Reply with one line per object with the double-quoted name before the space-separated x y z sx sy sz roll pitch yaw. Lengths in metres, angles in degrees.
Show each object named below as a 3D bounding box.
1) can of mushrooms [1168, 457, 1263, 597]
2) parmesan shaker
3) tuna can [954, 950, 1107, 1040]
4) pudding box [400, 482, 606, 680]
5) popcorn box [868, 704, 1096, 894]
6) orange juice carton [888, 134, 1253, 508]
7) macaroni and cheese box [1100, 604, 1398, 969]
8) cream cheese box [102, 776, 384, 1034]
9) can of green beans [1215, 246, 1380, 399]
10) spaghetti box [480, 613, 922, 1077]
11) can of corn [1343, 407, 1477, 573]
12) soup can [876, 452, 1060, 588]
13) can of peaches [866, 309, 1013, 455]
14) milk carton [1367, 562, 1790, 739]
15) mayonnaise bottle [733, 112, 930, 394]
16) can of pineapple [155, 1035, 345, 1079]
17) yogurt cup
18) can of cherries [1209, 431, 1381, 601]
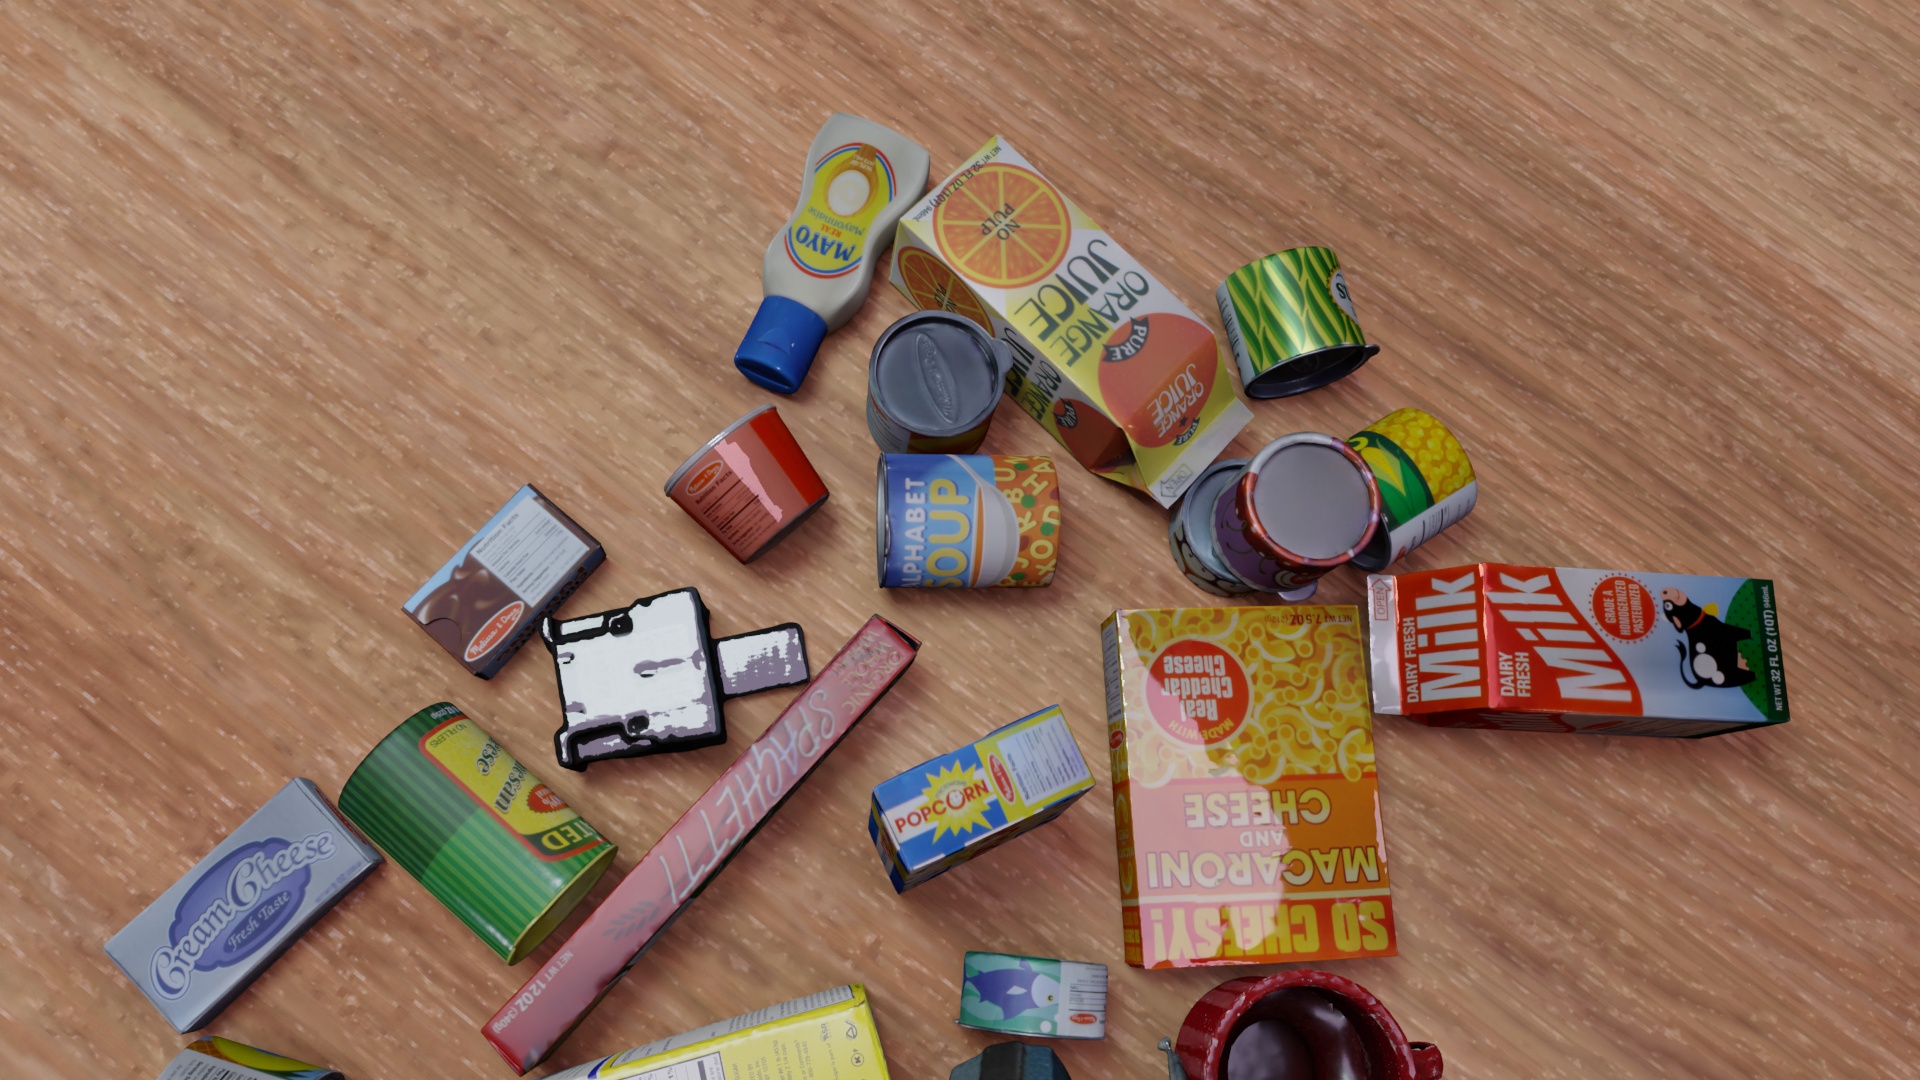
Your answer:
"can of mushrooms" 0.143 -0.004 0.707 0.071 0.033 0.071 2 74 -6
"parmesan shaker" -0.213 0.128 0.611 0.103 0.071 0.071 40 75 5
"tuna can" 0.031 0.203 0.623 0.071 0.071 0.033 7 74 -4
"pudding box" -0.217 0.020 0.662 0.050 0.030 0.084 40 75 4
"popcorn box" 0.005 0.117 0.610 0.085 0.126 0.038 -22 75 -12
"orange juice carton" 0.057 -0.105 0.705 0.193 0.073 0.072 44 74 6
"macaroni and cheese box" 0.137 0.117 0.670 0.124 0.040 0.167 -1 74 -7
"cream cheese box" -0.316 0.161 0.616 0.053 0.024 0.104 44 75 7
"can of green beans" 0.172 -0.113 0.723 0.071 0.071 0.058 -12 76 -9
"spaghetti box" -0.112 0.133 0.633 0.029 0.050 0.251 42 74 4
"can of corn" 0.216 -0.028 0.705 0.058 0.071 0.071 -29 80 -14
"soup can" 0.002 -0.008 0.673 0.084 0.071 0.071 0 75 -6
"can of peaches" -0.012 -0.074 0.697 0.071 0.058 0.071 2 74 -6
"milk carton" 0.295 0.055 0.687 0.191 0.073 0.072 3 75 -5
"mayonnaise bottle" -0.070 -0.147 0.718 0.065 0.041 0.148 23 73 0
"can of pineapple" -0.297 0.245 0.572 0.058 0.071 0.071 15 74 4
"yogurt cup" -0.100 -0.025 0.671 0.072 0.072 0.054 -40 91 -14
"can of cherries" 0.160 -0.011 0.662 0.071 0.058 0.071 2 75 -7
